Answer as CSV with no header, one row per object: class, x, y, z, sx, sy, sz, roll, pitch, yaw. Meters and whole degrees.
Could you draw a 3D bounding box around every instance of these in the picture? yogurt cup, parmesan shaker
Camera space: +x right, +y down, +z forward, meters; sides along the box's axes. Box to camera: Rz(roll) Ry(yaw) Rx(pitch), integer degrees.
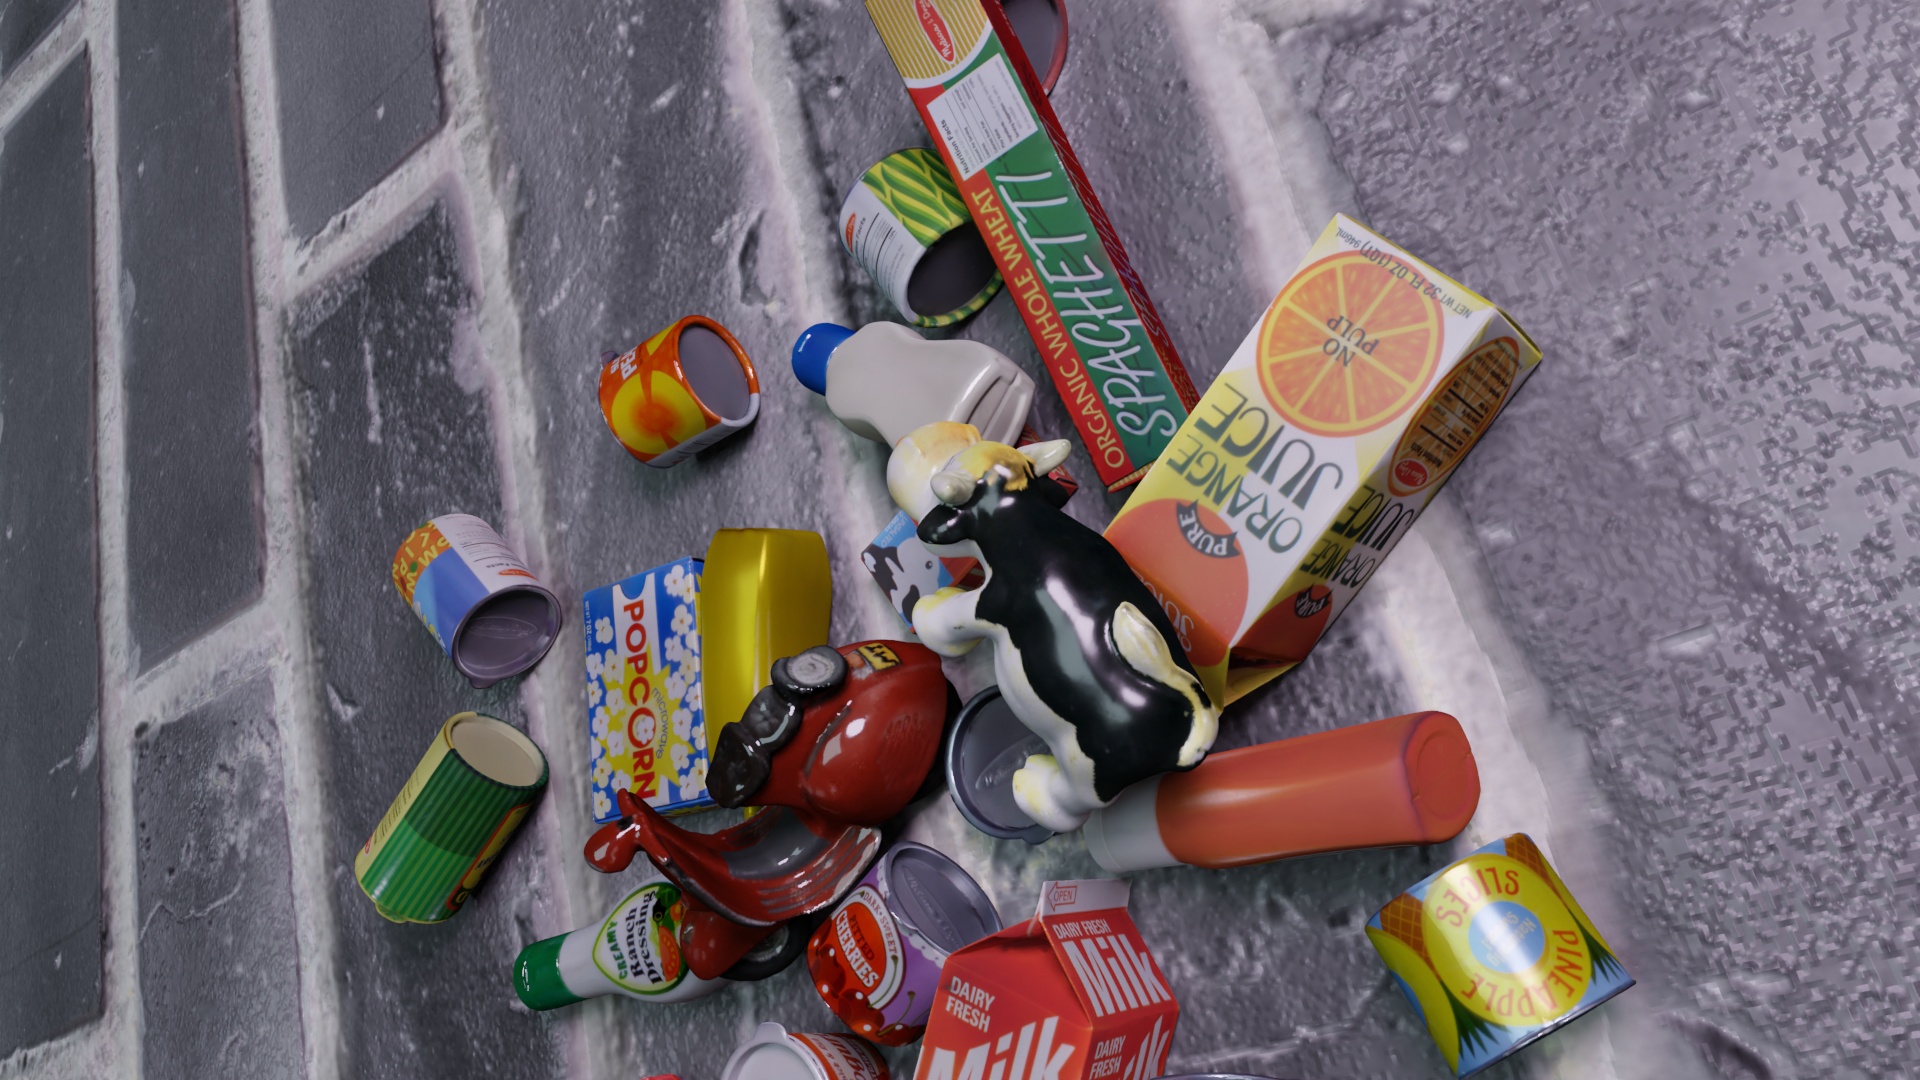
yogurt cup,-0.067,0.253,0.624,0.072,0.054,0.072,-8,77,34
parmesan shaker,-0.288,0.159,0.789,0.071,0.071,0.103,46,107,32

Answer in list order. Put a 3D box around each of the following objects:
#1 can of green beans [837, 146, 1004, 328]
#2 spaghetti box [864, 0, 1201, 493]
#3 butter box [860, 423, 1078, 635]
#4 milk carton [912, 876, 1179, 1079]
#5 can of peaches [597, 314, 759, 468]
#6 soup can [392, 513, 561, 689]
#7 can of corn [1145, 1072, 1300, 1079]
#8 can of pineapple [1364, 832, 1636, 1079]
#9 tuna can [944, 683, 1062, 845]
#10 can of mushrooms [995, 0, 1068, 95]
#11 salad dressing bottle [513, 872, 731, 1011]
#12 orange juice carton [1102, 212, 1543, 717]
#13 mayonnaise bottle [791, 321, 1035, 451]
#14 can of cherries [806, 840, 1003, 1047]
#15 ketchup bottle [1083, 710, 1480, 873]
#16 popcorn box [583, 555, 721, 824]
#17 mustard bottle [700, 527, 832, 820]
can of green beans,-0.016,-0.144,0.662,0.071,0.071,0.058,-49,58,17
spaghetti box,0.034,-0.141,0.604,0.050,0.029,0.250,-29,84,28
butter box,0.002,-0.008,0.647,0.103,0.024,0.053,-47,57,18
milk carton,0.028,0.227,0.552,0.073,0.072,0.190,15,89,37
can of peaches,-0.151,-0.081,0.742,0.058,0.071,0.071,-23,68,29
soup can,-0.286,0.035,0.815,0.084,0.071,0.071,38,103,35
can of corn,0.099,0.231,0.507,0.071,0.071,0.058,-8,77,34
can of pineapple,0.179,0.139,0.466,0.071,0.071,0.058,-42,60,22
tuna can,0.030,0.098,0.601,0.071,0.033,0.071,-8,76,34
can of mushrooms,0.020,-0.238,0.658,0.033,0.071,0.071,27,96,36
salad dressing bottle,-0.168,0.209,0.710,0.147,0.044,0.064,-24,68,29
orange juice carton,0.125,-0.019,0.533,0.072,0.073,0.192,44,107,33
mayonnaise bottle,-0.029,-0.072,0.654,0.148,0.041,0.065,29,89,50
can of cherries,-0.026,0.174,0.601,0.058,0.071,0.072,-49,58,18
ketchup bottle,0.114,0.099,0.526,0.148,0.065,0.043,-20,86,40
popcorn box,-0.154,0.081,0.731,0.085,0.038,0.127,-18,71,32
mustard bottle,-0.098,0.074,0.678,0.049,0.065,0.160,2,87,30
